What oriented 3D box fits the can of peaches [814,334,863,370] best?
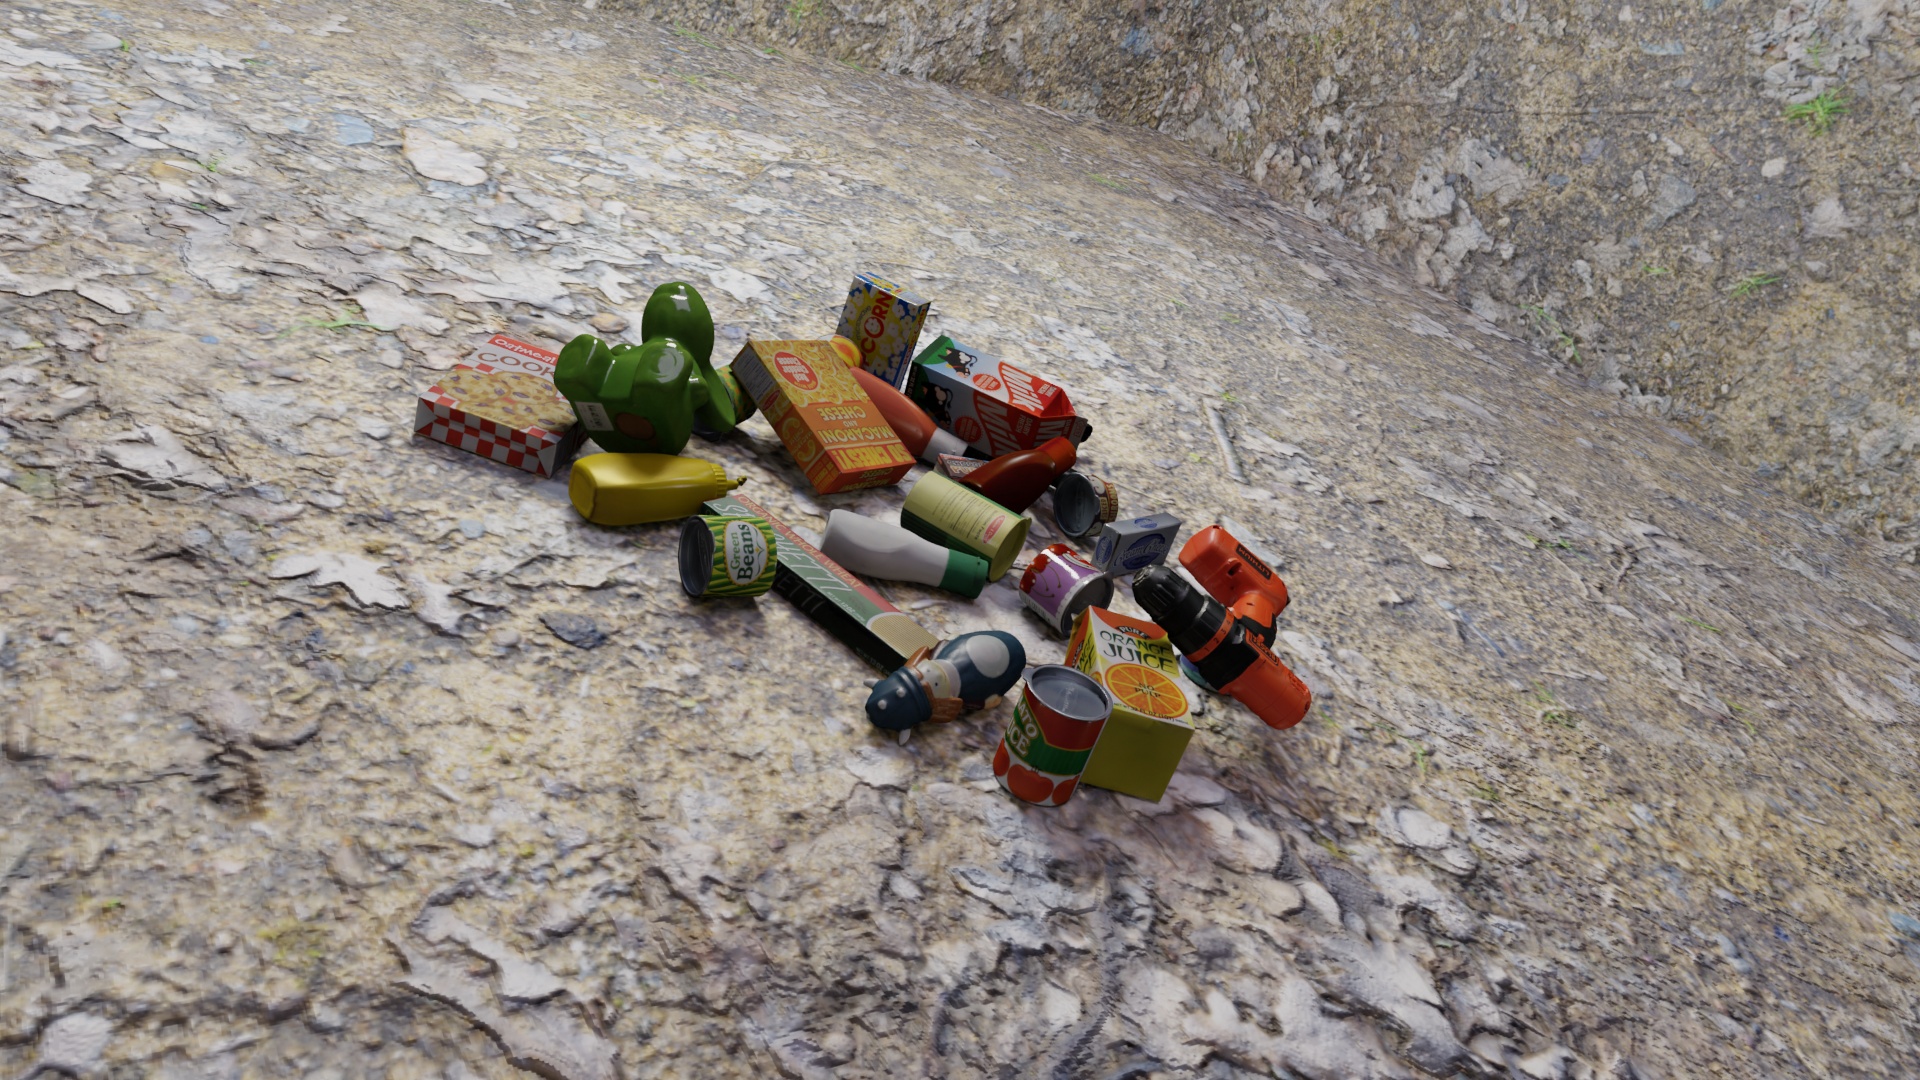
[{"bbox_3d":[-0.142,-0.183,1.513,0.071,0.071,0.058,20,26,-1],"label":"can of peaches"}]

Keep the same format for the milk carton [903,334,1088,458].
[{"bbox_3d":[0.040,-0.140,1.475,0.191,0.072,0.074,26,39,11],"label":"milk carton"}]

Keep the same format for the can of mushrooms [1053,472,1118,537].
[{"bbox_3d":[0.130,-0.036,1.421,0.033,0.070,0.071,1,32,-37],"label":"can of mushrooms"}]

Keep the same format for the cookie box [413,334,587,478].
[{"bbox_3d":[-0.397,-0.124,1.257,0.123,0.040,0.168,19,28,-3],"label":"cookie box"}]

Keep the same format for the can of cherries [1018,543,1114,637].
[{"bbox_3d":[0.096,0.043,1.249,0.072,0.071,0.058,-9,38,-45],"label":"can of cherries"}]

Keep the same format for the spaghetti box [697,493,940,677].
[{"bbox_3d":[-0.122,0.036,1.158,0.250,0.028,0.050,35,29,26],"label":"spaghetti box"}]

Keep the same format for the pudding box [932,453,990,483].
[{"bbox_3d":[0.017,-0.060,1.431,0.084,0.030,0.050,9,28,-22],"label":"pudding box"}]

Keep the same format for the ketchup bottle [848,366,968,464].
[{"bbox_3d":[-0.065,-0.121,1.458,0.149,0.064,0.043,29,7,-1],"label":"ketchup bottle"}]

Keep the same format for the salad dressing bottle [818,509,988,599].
[{"bbox_3d":[-0.050,0.015,1.232,0.148,0.043,0.064,17,25,-9],"label":"salad dressing bottle"}]

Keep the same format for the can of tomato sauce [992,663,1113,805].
[{"bbox_3d":[0.065,0.143,1.026,0.071,0.082,0.071,16,27,-8],"label":"can of tomato sauce"}]

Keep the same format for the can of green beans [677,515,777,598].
[{"bbox_3d":[-0.187,0.013,1.114,0.058,0.071,0.071,1,32,-34],"label":"can of green beans"}]

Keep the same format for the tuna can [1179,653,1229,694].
[{"bbox_3d":[0.234,0.107,1.265,0.071,0.032,0.071,16,27,-8],"label":"tuna can"}]

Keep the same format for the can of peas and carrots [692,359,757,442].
[{"bbox_3d":[-0.238,-0.138,1.365,0.071,0.070,0.059,26,27,12],"label":"can of peas and carrots"}]

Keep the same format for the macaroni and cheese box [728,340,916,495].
[{"bbox_3d":[-0.134,-0.123,1.367,0.167,0.040,0.124,54,31,15],"label":"macaroni and cheese box"}]

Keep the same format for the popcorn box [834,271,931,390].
[{"bbox_3d":[-0.095,-0.225,1.554,0.085,0.126,0.038,27,23,13],"label":"popcorn box"}]

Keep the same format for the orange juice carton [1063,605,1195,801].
[{"bbox_3d":[0.130,0.118,1.130,0.072,0.072,0.193,16,27,-9],"label":"orange juice carton"}]

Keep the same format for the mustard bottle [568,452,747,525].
[{"bbox_3d":[-0.253,-0.045,1.197,0.161,0.048,0.065,-4,35,-40],"label":"mustard bottle"}]

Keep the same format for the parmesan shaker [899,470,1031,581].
[{"bbox_3d":[0.005,-0.016,1.297,0.103,0.071,0.071,29,28,19],"label":"parmesan shaker"}]

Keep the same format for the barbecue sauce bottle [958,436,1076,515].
[{"bbox_3d":[0.059,-0.060,1.387,0.044,0.064,0.149,20,37,36],"label":"barbecue sauce bottle"}]

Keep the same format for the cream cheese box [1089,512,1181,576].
[{"bbox_3d":[0.176,0.005,1.394,0.104,0.053,0.024,-10,37,-45],"label":"cream cheese box"}]
